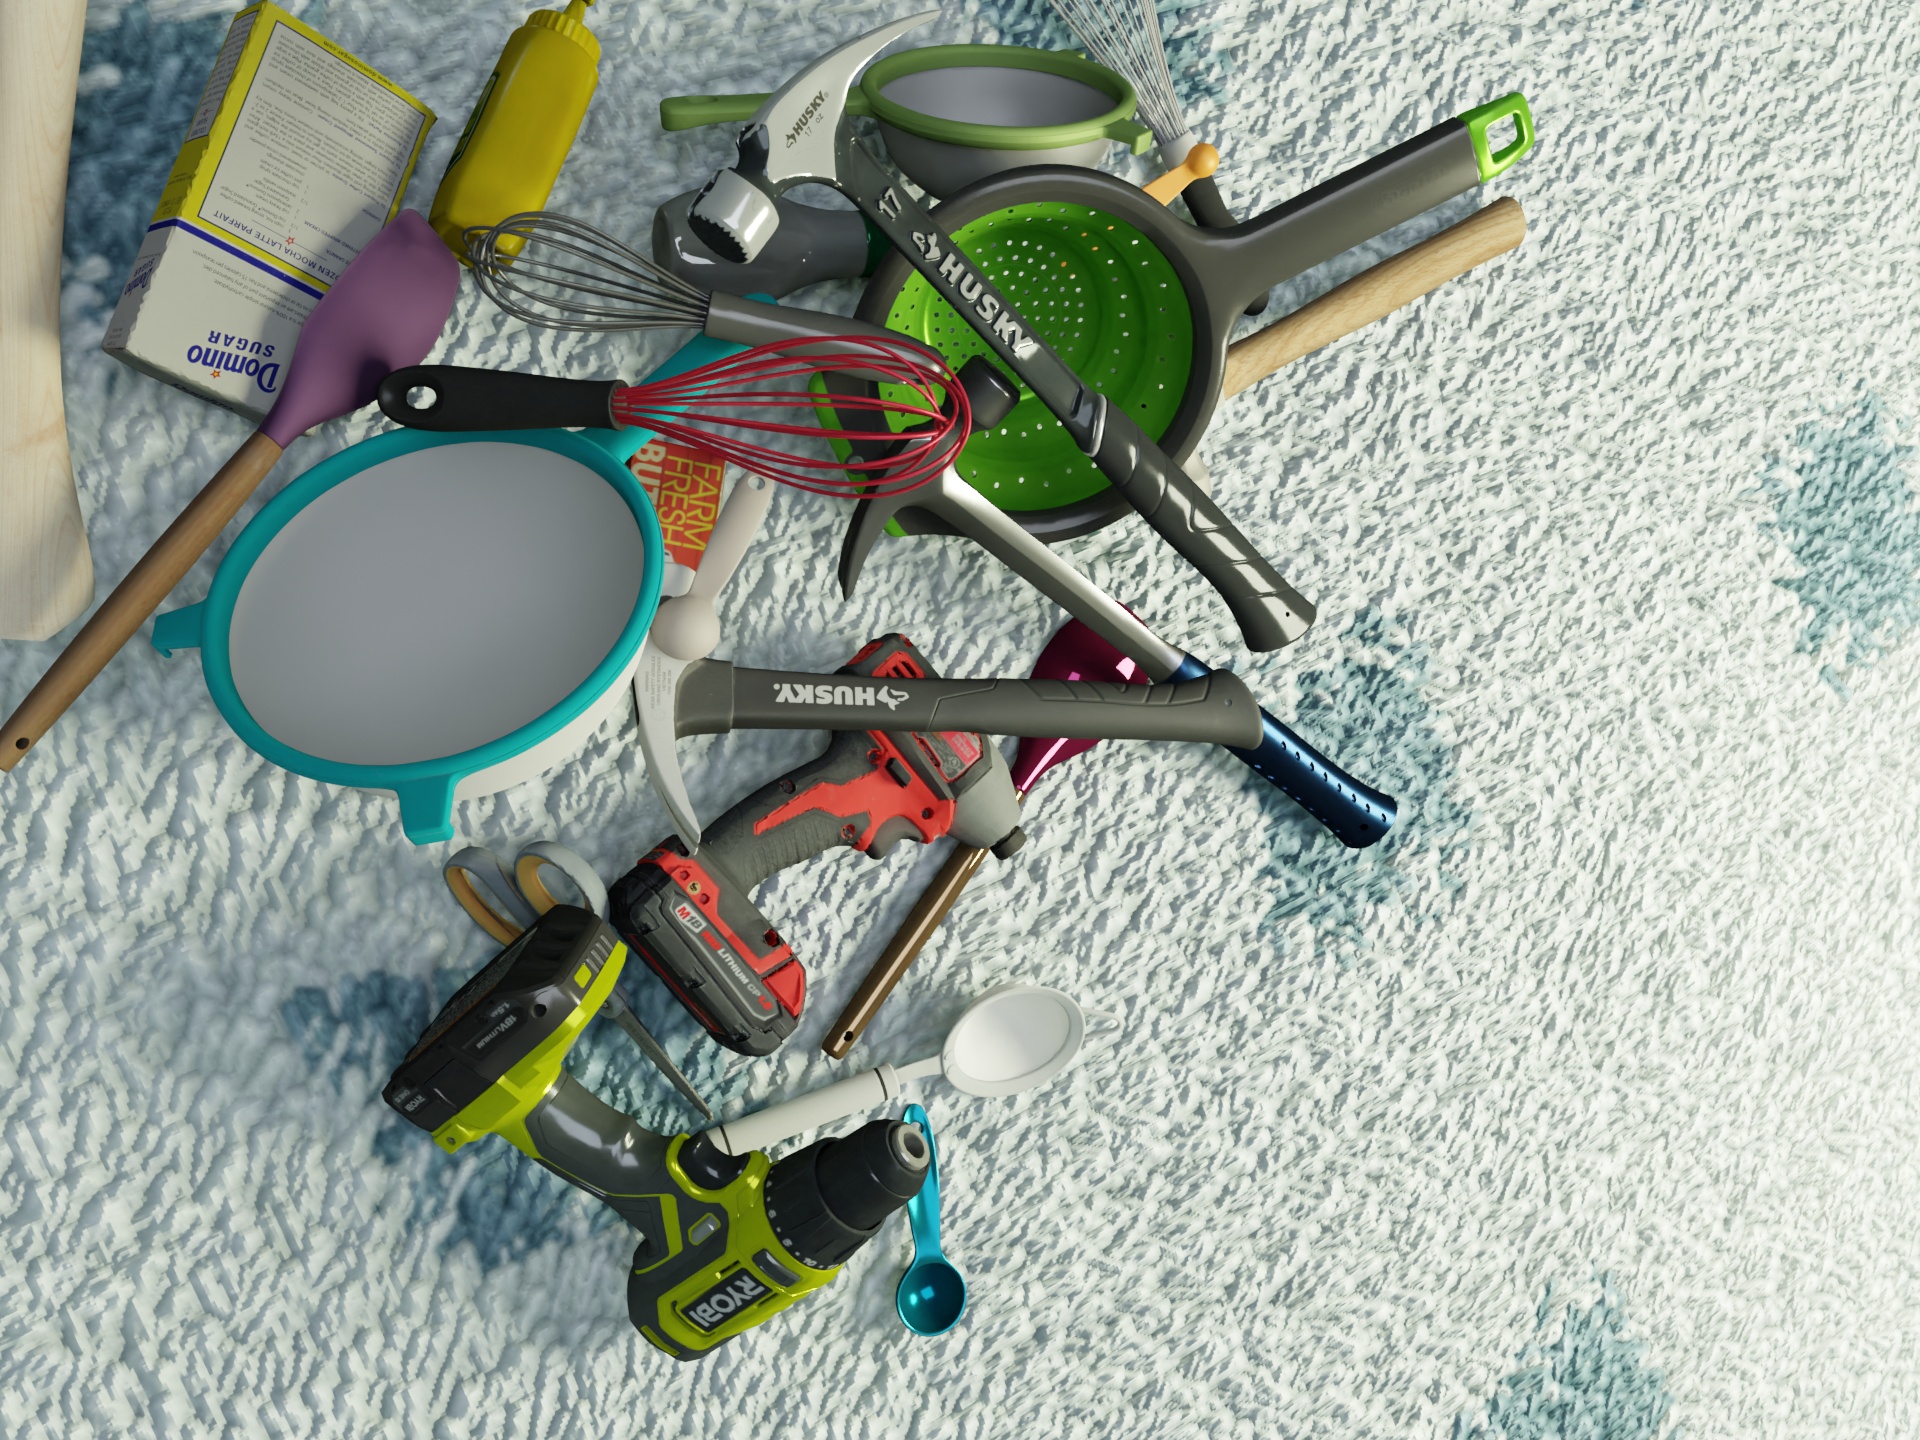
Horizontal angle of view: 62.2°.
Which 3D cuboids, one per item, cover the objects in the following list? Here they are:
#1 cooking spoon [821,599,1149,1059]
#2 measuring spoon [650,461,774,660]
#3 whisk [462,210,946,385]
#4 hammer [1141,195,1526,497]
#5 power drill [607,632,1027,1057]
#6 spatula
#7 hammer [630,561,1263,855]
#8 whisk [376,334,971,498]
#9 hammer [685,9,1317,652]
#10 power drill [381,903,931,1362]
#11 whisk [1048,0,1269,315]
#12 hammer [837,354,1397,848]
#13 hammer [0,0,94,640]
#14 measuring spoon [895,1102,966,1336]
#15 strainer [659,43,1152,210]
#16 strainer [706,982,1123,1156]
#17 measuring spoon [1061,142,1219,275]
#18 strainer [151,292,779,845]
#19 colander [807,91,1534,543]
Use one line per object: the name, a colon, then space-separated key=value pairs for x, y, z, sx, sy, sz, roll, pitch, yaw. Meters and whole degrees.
cooking spoon: x=0.018 y=0.061 z=0.922 sx=0.068 sy=0.017 sz=0.319 roll=41 pitch=74 yaw=-17
measuring spoon: x=-0.120 y=-0.085 z=0.801 sx=0.034 sy=0.018 sz=0.124 roll=23 pitch=63 yaw=-4
whisk: x=-0.121 y=-0.200 z=0.772 sx=0.239 sy=0.055 sz=0.055 roll=11 pitch=86 yaw=-14
hammer: x=0.239 y=-0.259 z=0.996 sx=0.331 sy=0.031 sz=0.130 roll=-31 pitch=124 yaw=-24
power drill: x=-0.068 y=0.070 z=0.855 sx=0.220 sy=0.078 sz=0.143 roll=-43 pitch=101 yaw=-21
spatula: x=-0.331 y=-0.107 z=0.727 sx=0.316 sy=0.018 sz=0.059 roll=-58 pitch=144 yaw=-19
hammer: x=-0.001 y=-0.003 z=0.827 sx=0.334 sy=0.035 sz=0.146 roll=2 pitch=69 yaw=-13
whisk: x=-0.138 y=-0.143 z=0.726 sx=0.296 sy=0.073 sz=0.073 roll=6 pitch=87 yaw=15
hammer: x=0.056 y=-0.165 z=0.796 sx=0.408 sy=0.036 sz=0.149 roll=40 pitch=77 yaw=-31
power drill: x=-0.145 y=0.201 z=0.779 sx=0.228 sy=0.080 sz=0.190 roll=44 pitch=117 yaw=-13
whisk: x=0.116 y=-0.368 z=0.947 sx=0.070 sy=0.070 sz=0.284 roll=-37 pitch=108 yaw=-19
hammer: x=0.108 y=-0.033 z=0.914 sx=0.405 sy=0.035 sz=0.144 roll=35 pitch=110 yaw=-27
hammer: x=-0.428 y=-0.242 z=0.709 sx=0.146 sy=0.038 sz=0.410 roll=2 pitch=92 yaw=-44
measuring spoon: x=-0.023 y=0.284 z=0.909 sx=0.042 sy=0.021 sz=0.129 roll=-2 pitch=82 yaw=-22
strainer: x=-0.032 y=-0.312 z=0.868 sx=0.256 sy=0.152 sz=0.069 roll=-7 pitch=130 yaw=-10
strainer: x=-0.035 y=0.197 z=0.889 sx=0.258 sy=0.050 sz=0.086 roll=-17 pitch=128 yaw=-16
measuring spoon: x=0.104 y=-0.300 z=0.939 sx=0.117 sy=0.011 sz=0.021 roll=-36 pitch=112 yaw=7
strainer: x=-0.198 y=-0.082 z=0.783 sx=0.211 sy=0.095 sz=0.340 roll=30 pitch=62 yaw=22
colander: x=0.108 y=-0.242 z=0.862 sx=0.397 sy=0.095 sz=0.204 roll=-26 pitch=123 yaw=5
